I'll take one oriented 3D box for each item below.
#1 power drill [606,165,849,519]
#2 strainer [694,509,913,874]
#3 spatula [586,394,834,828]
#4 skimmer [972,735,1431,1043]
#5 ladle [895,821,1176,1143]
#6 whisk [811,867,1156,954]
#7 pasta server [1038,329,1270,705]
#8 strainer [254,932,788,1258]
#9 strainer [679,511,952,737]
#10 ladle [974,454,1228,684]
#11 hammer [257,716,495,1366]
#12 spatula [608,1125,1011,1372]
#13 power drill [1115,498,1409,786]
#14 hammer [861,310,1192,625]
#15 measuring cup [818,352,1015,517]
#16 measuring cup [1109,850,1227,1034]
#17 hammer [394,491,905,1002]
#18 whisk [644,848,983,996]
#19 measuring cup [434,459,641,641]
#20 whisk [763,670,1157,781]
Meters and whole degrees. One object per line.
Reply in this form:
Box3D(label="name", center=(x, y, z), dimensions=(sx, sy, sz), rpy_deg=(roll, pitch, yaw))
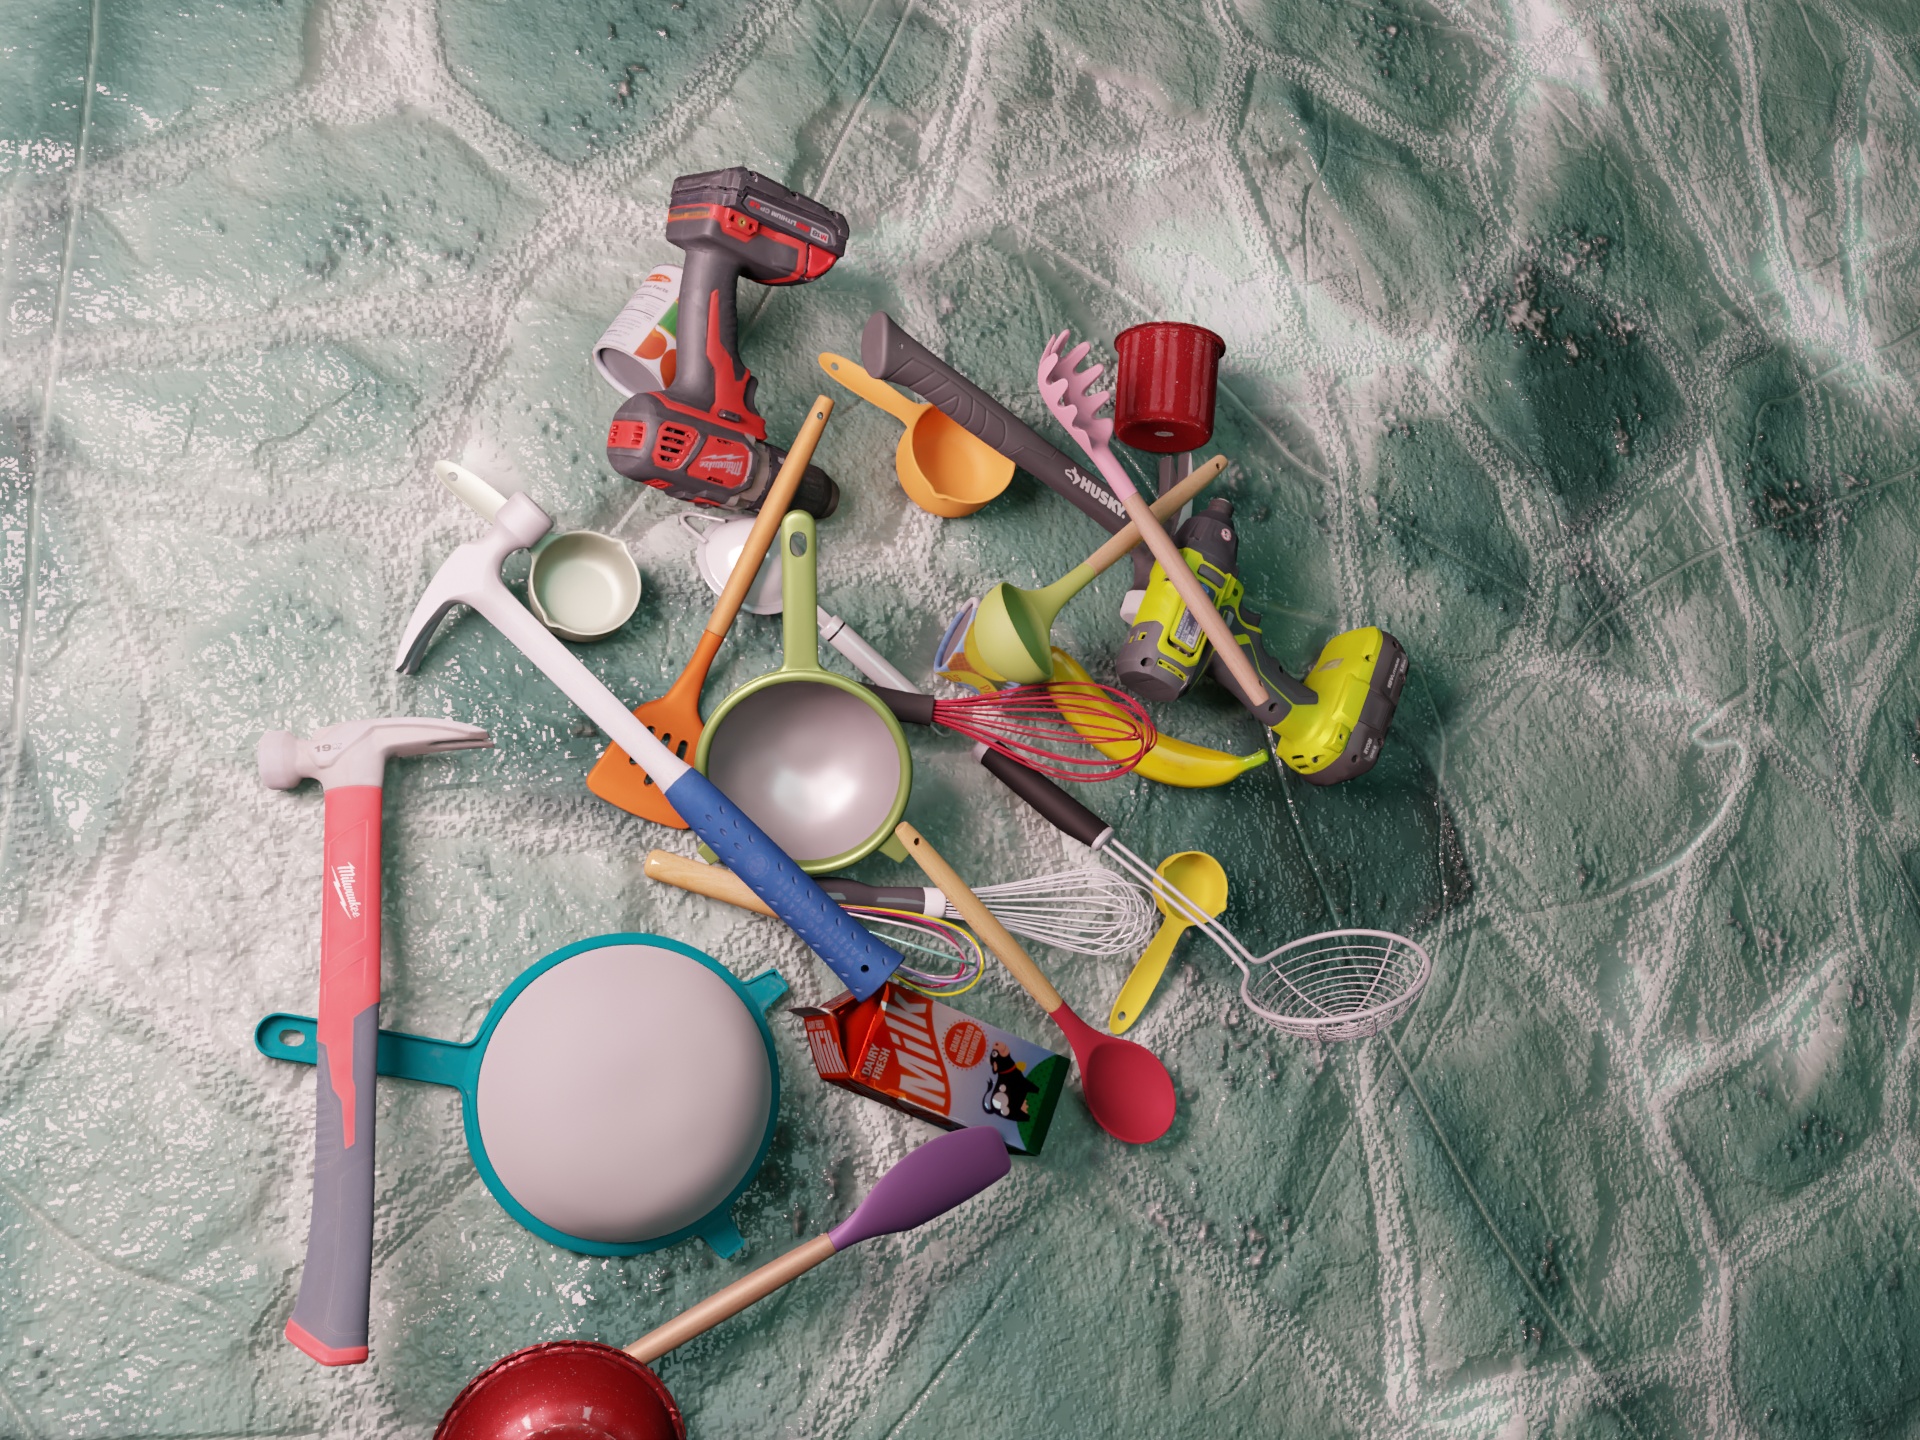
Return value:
Box3D(label="power drill", center=(-0.148, -0.259, 1.144), dimensions=(0.187, 0.080, 0.227), rpy_deg=(12, 90, -45))
Box3D(label="strainer", center=(-0.109, -0.022, 1.112), dimensions=(0.151, 0.069, 0.256), rpy_deg=(-1, 105, -3))
Box3D(label="spatula", center=(-0.162, -0.082, 1.125), dimensions=(0.081, 0.041, 0.322), rpy_deg=(25, 91, -14))
Box3D(label="skimmer", center=(0.159, 0.102, 1.135), dimensions=(0.363, 0.090, 0.127), rpy_deg=(38, 42, 20))
Box3D(label="ladle", center=(0.053, 0.189, 1.149), dimensions=(0.069, 0.031, 0.315), rpy_deg=(-48, 110, -25))
Box3D(label="whisk", center=(0.010, 0.136, 1.167), dimensions=(0.284, 0.070, 0.070), rpy_deg=(5, 75, -15))
Box3D(label="pasta server", center=(0.148, -0.149, 1.197), dimensions=(0.316, 0.040, 0.060), rpy_deg=(57, 38, -1))
Box3D(label="strainer", center=(-0.267, 0.224, 1.008), dimensions=(0.340, 0.095, 0.211), rpy_deg=(14, 72, -19))
Box3D(label="strainer", center=(-0.100, -0.076, 1.182), dimensions=(0.258, 0.050, 0.087), rpy_deg=(42, 52, -11))
Box3D(label="ladle", center=(0.121, -0.129, 1.212), dimensions=(0.320, 0.062, 0.078), rpy_deg=(-40, 107, -34))
Box3D(label="hammer", center=(-0.355, 0.182, 0.964), dimensions=(0.143, 0.038, 0.387), rpy_deg=(-5, 69, -6))
Box3D(label="spatula", center=(-0.108, 0.356, 1.048), dimensions=(0.316, 0.018, 0.059), rpy_deg=(-27, 115, -13))
Box3D(label="power drill", center=(0.245, -0.060, 1.275), dimensions=(0.223, 0.080, 0.171), rpy_deg=(31, 71, -20))
Box3D(label="hammer", center=(0.057, -0.210, 1.222), dimensions=(0.334, 0.035, 0.146), rpy_deg=(30, 70, -33))
Box3D(label="measuring cup", center=(-0.042, -0.225, 1.235), dimensions=(0.173, 0.052, 0.095), rpy_deg=(32, 68, -10))
Box3D(label="measuring cup", center=(0.152, 0.172, 1.233), dimensions=(0.062, 0.029, 0.156), rpy_deg=(33, 79, -11))
Box3D(label="hammer", center=(-0.201, 0.037, 1.062), dimensions=(0.405, 0.035, 0.144), rpy_deg=(44, 88, 1))
Box3D(label="whisk", center=(-0.101, 0.137, 1.098), dimensions=(0.245, 0.051, 0.047), rpy_deg=(18, 94, 0))
Box3D(label="measuring cup", center=(-0.300, -0.120, 1.114), dimensions=(0.167, 0.038, 0.083), rpy_deg=(39, 66, -6))
Box3D(label="whisk", center=(-0.002, -0.004, 1.164), dimensions=(0.296, 0.073, 0.073), rpy_deg=(8, 73, -2))
